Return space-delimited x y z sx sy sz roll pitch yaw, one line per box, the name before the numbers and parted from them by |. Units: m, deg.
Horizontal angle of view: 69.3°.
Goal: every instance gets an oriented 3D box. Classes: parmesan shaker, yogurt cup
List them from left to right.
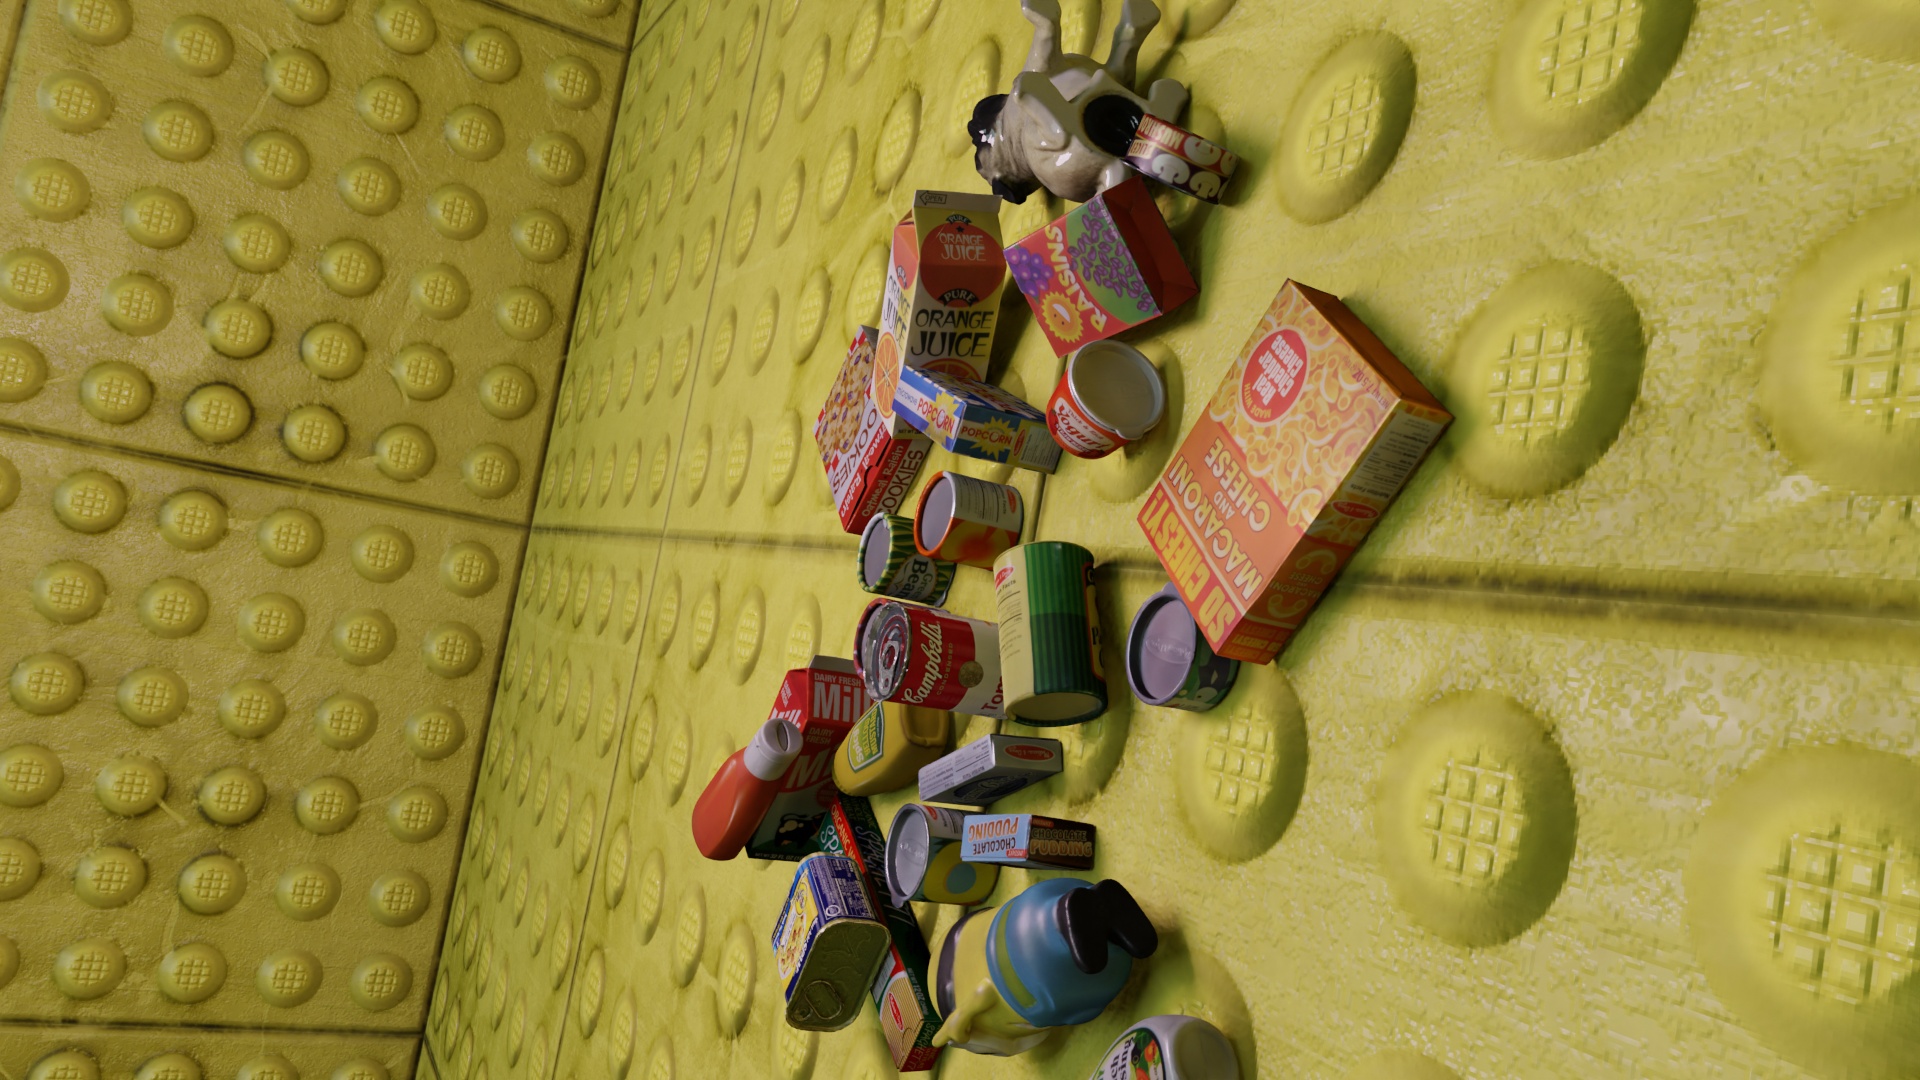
parmesan shaker | 0.057 0.062 0.888 0.071 0.071 0.103 -41 44 49
yogurt cup | 0.090 -0.087 0.892 0.053 0.072 0.072 132 142 -58

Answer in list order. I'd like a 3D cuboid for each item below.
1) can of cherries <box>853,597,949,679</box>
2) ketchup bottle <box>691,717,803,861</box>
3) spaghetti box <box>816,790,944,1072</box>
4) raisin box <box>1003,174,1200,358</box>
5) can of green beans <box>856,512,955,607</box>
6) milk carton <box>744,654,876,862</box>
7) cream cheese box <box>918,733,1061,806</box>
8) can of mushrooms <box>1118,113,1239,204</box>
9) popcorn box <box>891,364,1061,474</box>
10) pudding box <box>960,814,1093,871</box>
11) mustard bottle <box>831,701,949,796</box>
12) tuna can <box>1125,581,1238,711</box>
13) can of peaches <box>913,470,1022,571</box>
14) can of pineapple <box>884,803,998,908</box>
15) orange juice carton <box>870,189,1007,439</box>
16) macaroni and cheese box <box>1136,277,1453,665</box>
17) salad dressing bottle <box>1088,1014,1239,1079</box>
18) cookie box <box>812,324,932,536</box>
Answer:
can of cherries | -0.045 0.082 1.083 0.071 0.058 0.072 -35 49 53
ketchup bottle | -0.175 0.201 1.138 0.148 0.043 0.065 -53 38 38
spaghetti box | -0.062 0.288 1.057 0.050 0.029 0.251 -66 29 21
raisin box | 0.089 -0.176 0.912 0.086 0.040 0.123 61 152 -9
can of green beans | -0.044 0.015 1.110 0.071 0.058 0.071 -35 49 53
milk carton | -0.125 0.178 1.181 0.189 0.072 0.074 -66 30 22
cream cheese box | 0.018 0.155 0.934 0.103 0.053 0.024 -38 48 52
can of mushrooms | 0.135 -0.237 0.861 0.033 0.071 0.071 -65 29 21
popcorn box | 0.011 -0.090 1.019 0.127 0.085 0.038 41 116 60
pudding box | 0.041 0.191 0.877 0.083 0.050 0.030 -21 59 59
mustard bottle | -0.064 0.168 1.092 0.159 0.049 0.065 -45 40 47
tuna can | 0.126 0.061 0.788 0.070 0.033 0.071 -35 49 53
can of peaches | 0.004 -0.013 1.030 0.071 0.058 0.071 -35 49 53
can of pineapple | -0.013 0.219 0.961 0.070 0.058 0.071 -36 48 53
orange juice carton | -0.016 -0.179 1.078 0.073 0.072 0.191 -118 33 -52
macaroni and cheese box | 0.170 -0.036 0.739 0.165 0.040 0.124 -61 31 28
salad dressing bottle | 0.088 0.301 0.743 0.147 0.044 0.064 -50 36 43
cookie box | -0.082 -0.100 1.254 0.122 0.040 0.168 -61 31 29
